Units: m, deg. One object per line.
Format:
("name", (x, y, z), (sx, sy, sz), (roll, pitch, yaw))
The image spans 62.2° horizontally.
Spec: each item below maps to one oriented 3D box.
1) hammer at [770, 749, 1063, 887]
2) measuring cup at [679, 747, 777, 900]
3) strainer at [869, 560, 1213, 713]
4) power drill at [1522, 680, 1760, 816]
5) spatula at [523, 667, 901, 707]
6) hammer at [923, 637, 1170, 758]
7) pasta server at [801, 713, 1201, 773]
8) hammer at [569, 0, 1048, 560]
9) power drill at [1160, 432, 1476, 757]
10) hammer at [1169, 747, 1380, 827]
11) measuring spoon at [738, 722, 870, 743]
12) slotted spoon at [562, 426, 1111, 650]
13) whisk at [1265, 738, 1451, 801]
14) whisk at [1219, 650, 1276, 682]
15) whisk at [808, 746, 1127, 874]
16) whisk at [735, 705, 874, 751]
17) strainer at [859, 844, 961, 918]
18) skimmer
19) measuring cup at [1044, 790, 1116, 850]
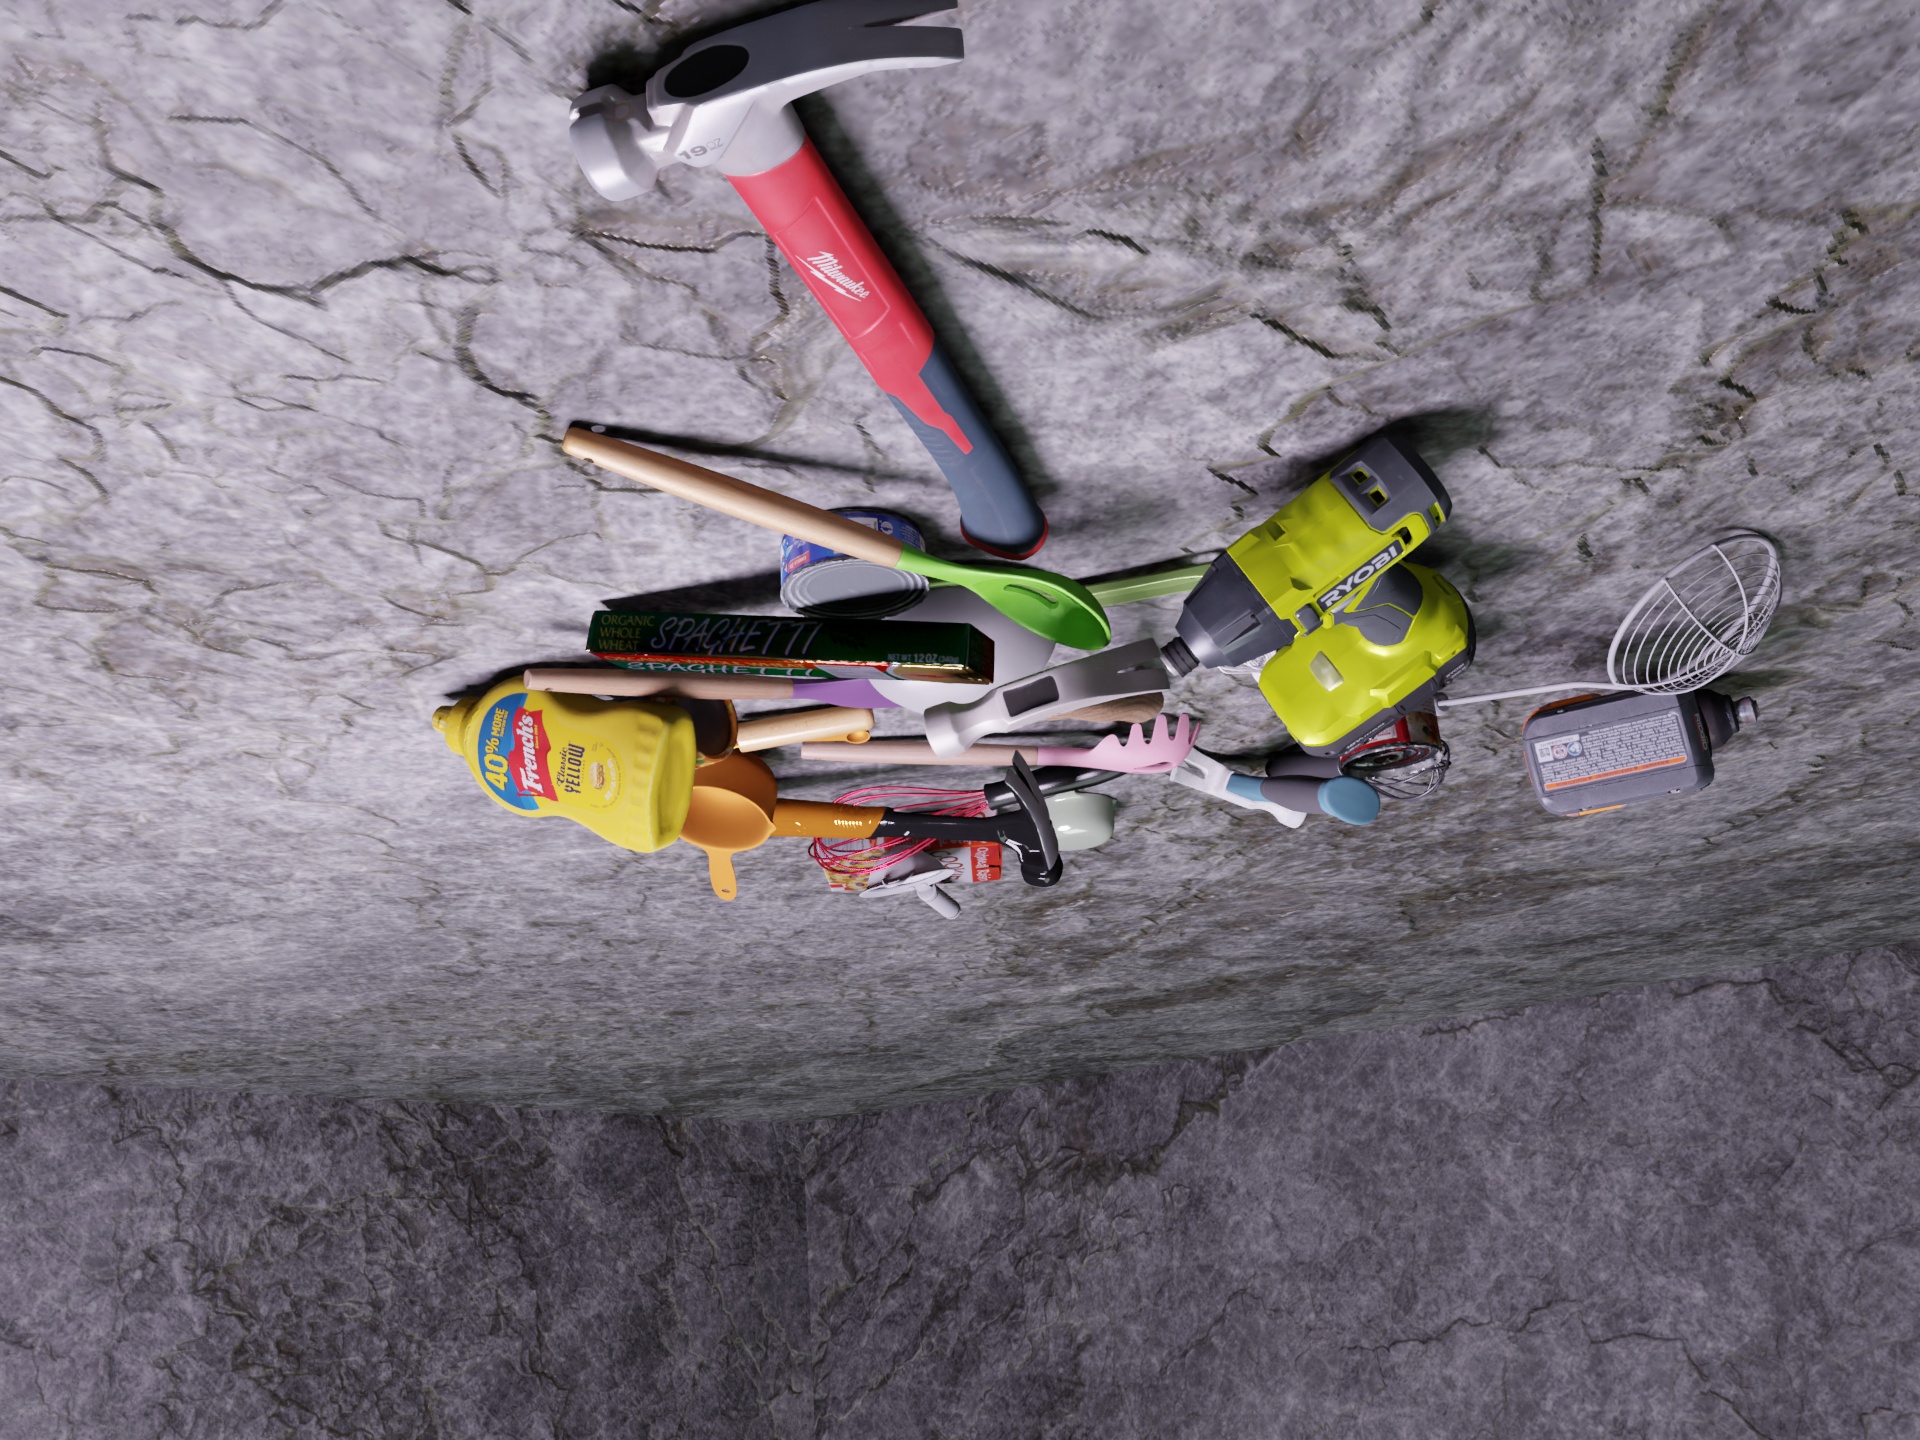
("hammer", (-0.089, 0.077, 1.281), (0.337, 0.034, 0.127), (1, 134, 22))
("measuring cup", (-0.189, 0.082, 1.276), (0.095, 0.052, 0.173), (7, 144, 1))
("strainer", (0.048, -0.048, 1.002), (0.256, 0.069, 0.151), (-10, 159, 18))
("power drill", (0.514, 0.013, 1.199), (0.164, 0.084, 0.226), (-15, 176, 25))
("spatula", (-0.140, -0.022, 1.074), (0.315, 0.018, 0.060), (2, 158, -35))
("hammer", (0.088, -0.013, 1.022), (0.130, 0.031, 0.331), (-19, 175, 17))
("pasta server", (0.033, 0.020, 1.255), (0.316, 0.040, 0.060), (1, 160, -4))
("hammer", (-0.011, -0.167, 0.711), (0.143, 0.038, 0.386), (-12, 159, 15))
("power drill", (0.215, -0.059, 0.933), (0.171, 0.080, 0.223), (-38, 151, 11))
("hammer", (0.245, 0.054, 1.205), (0.128, 0.033, 0.331), (21, 178, -4))
("measuring spoon", (-0.126, 0.006, 1.206), (0.117, 0.011, 0.021), (3, 148, -10))
("slotted spoon", (-0.056, -0.097, 0.841), (0.313, 0.031, 0.070), (17, 165, -22))
("whisk", (0.308, 0.039, 1.264), (0.055, 0.055, 0.239), (3, 176, -19))
("whisk", (0.212, -0.039, 1.110), (0.059, 0.058, 0.246), (25, 177, 27))
("whisk", (0.006, 0.069, 1.336), (0.296, 0.073, 0.073), (-16, 158, 14))
("whisk", (-0.184, 0.021, 1.175), (0.245, 0.047, 0.051), (-10, 134, 3))
("strainer", (-0.034, 0.153, 1.462), (0.087, 0.050, 0.258), (-17, 160, 8))
("skimmer", (0.394, -0.049, 1.136), (0.127, 0.090, 0.363), (8, 167, -40))
("measuring cup", (0.096, 0.082, 1.412), (0.083, 0.038, 0.167), (-7, 162, 8))
